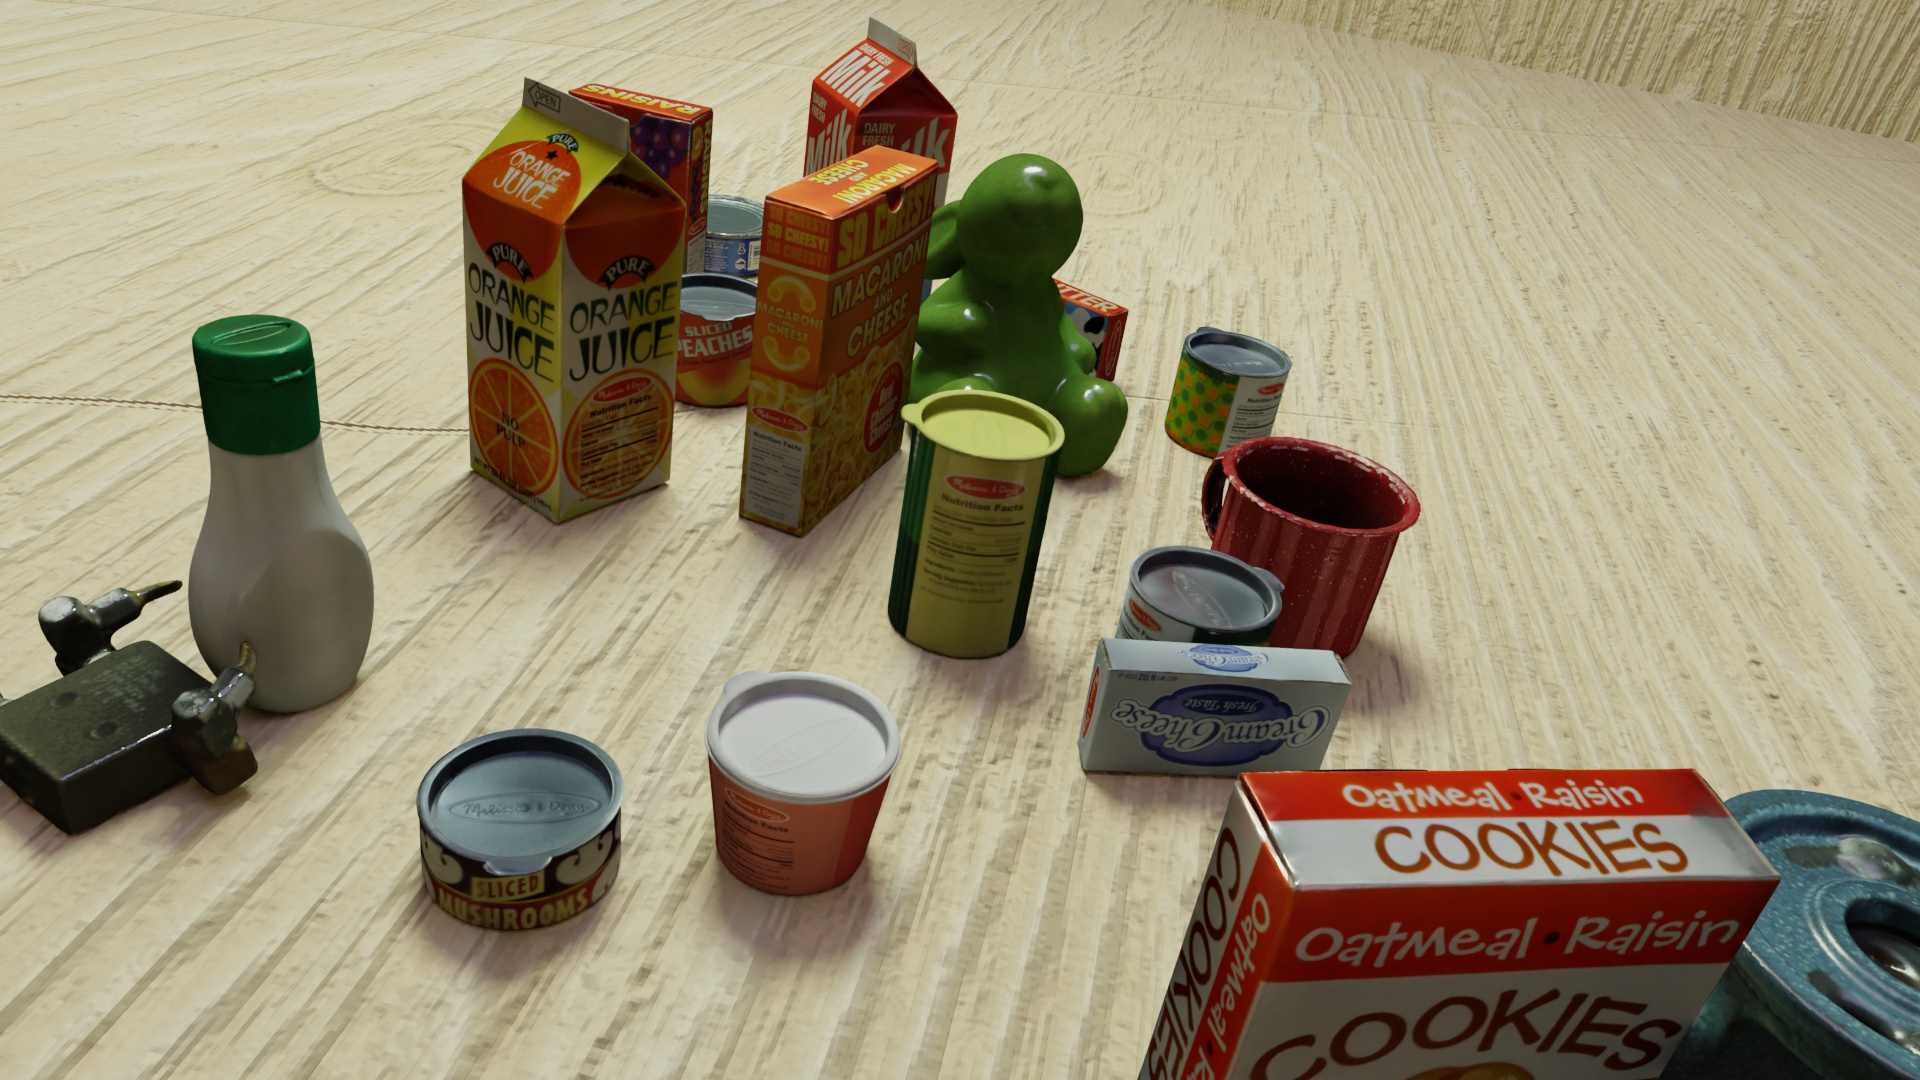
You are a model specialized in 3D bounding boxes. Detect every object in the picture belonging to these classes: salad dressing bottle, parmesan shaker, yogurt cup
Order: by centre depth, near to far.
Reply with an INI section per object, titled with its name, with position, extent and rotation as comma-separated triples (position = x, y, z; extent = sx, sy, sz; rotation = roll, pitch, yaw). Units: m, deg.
[yogurt cup]
position = -0.058, 0.088, 0.493
extent = 0.072, 0.053, 0.073
rotation = 8, 30, -4
[salad dressing bottle]
position = -0.249, -0.008, 0.504
extent = 0.044, 0.146, 0.064
rotation = 26, 34, 26
[parmesan shaker]
position = 0.002, -0.008, 0.623
extent = 0.071, 0.102, 0.071
rotation = 8, 30, -4

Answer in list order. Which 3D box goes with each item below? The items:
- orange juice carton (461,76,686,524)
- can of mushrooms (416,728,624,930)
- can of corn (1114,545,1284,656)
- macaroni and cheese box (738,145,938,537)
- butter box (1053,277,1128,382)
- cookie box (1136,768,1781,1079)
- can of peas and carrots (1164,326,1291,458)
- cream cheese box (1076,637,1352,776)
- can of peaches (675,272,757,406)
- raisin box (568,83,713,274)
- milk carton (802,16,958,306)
[orange juice carton]
position = -0.183, -0.114, 0.658
extent = 0.072, 0.191, 0.073
rotation = 28, 35, 28
[can of mushrooms]
position = -0.148, 0.098, 0.469
extent = 0.071, 0.033, 0.071
rotation = 8, 30, -4
[can of corn]
position = 0.103, 0.044, 0.611
extent = 0.071, 0.058, 0.071
rotation = 8, 30, -4
[macaroni and cheese box]
position = -0.060, -0.103, 0.702
extent = 0.040, 0.165, 0.124
rotation = 19, 31, 14
[butter box]
position = 0.059, -0.145, 0.919
extent = 0.103, 0.052, 0.024
rotation = 30, 35, 30
[cookie box]
position = 0.112, 0.133, 0.356
extent = 0.123, 0.166, 0.040
rotation = 2, 31, -14
[can of peas and carrots]
position = 0.162, -0.090, 0.853
extent = 0.071, 0.058, 0.071
rotation = 8, 30, -4
[cream cheese box]
position = 0.103, 0.070, 0.571
extent = 0.104, 0.053, 0.024
rotation = 4, 31, -10
[can of peaches]
position = -0.144, -0.116, 0.805
extent = 0.071, 0.057, 0.071
rotation = 8, 30, -4
[raisin box]
position = -0.211, -0.227, 0.908
extent = 0.086, 0.122, 0.040
rotation = 15, 30, 8
[milk carton]
position = -0.056, -0.234, 0.900
extent = 0.073, 0.189, 0.072
rotation = -8, 35, -28
